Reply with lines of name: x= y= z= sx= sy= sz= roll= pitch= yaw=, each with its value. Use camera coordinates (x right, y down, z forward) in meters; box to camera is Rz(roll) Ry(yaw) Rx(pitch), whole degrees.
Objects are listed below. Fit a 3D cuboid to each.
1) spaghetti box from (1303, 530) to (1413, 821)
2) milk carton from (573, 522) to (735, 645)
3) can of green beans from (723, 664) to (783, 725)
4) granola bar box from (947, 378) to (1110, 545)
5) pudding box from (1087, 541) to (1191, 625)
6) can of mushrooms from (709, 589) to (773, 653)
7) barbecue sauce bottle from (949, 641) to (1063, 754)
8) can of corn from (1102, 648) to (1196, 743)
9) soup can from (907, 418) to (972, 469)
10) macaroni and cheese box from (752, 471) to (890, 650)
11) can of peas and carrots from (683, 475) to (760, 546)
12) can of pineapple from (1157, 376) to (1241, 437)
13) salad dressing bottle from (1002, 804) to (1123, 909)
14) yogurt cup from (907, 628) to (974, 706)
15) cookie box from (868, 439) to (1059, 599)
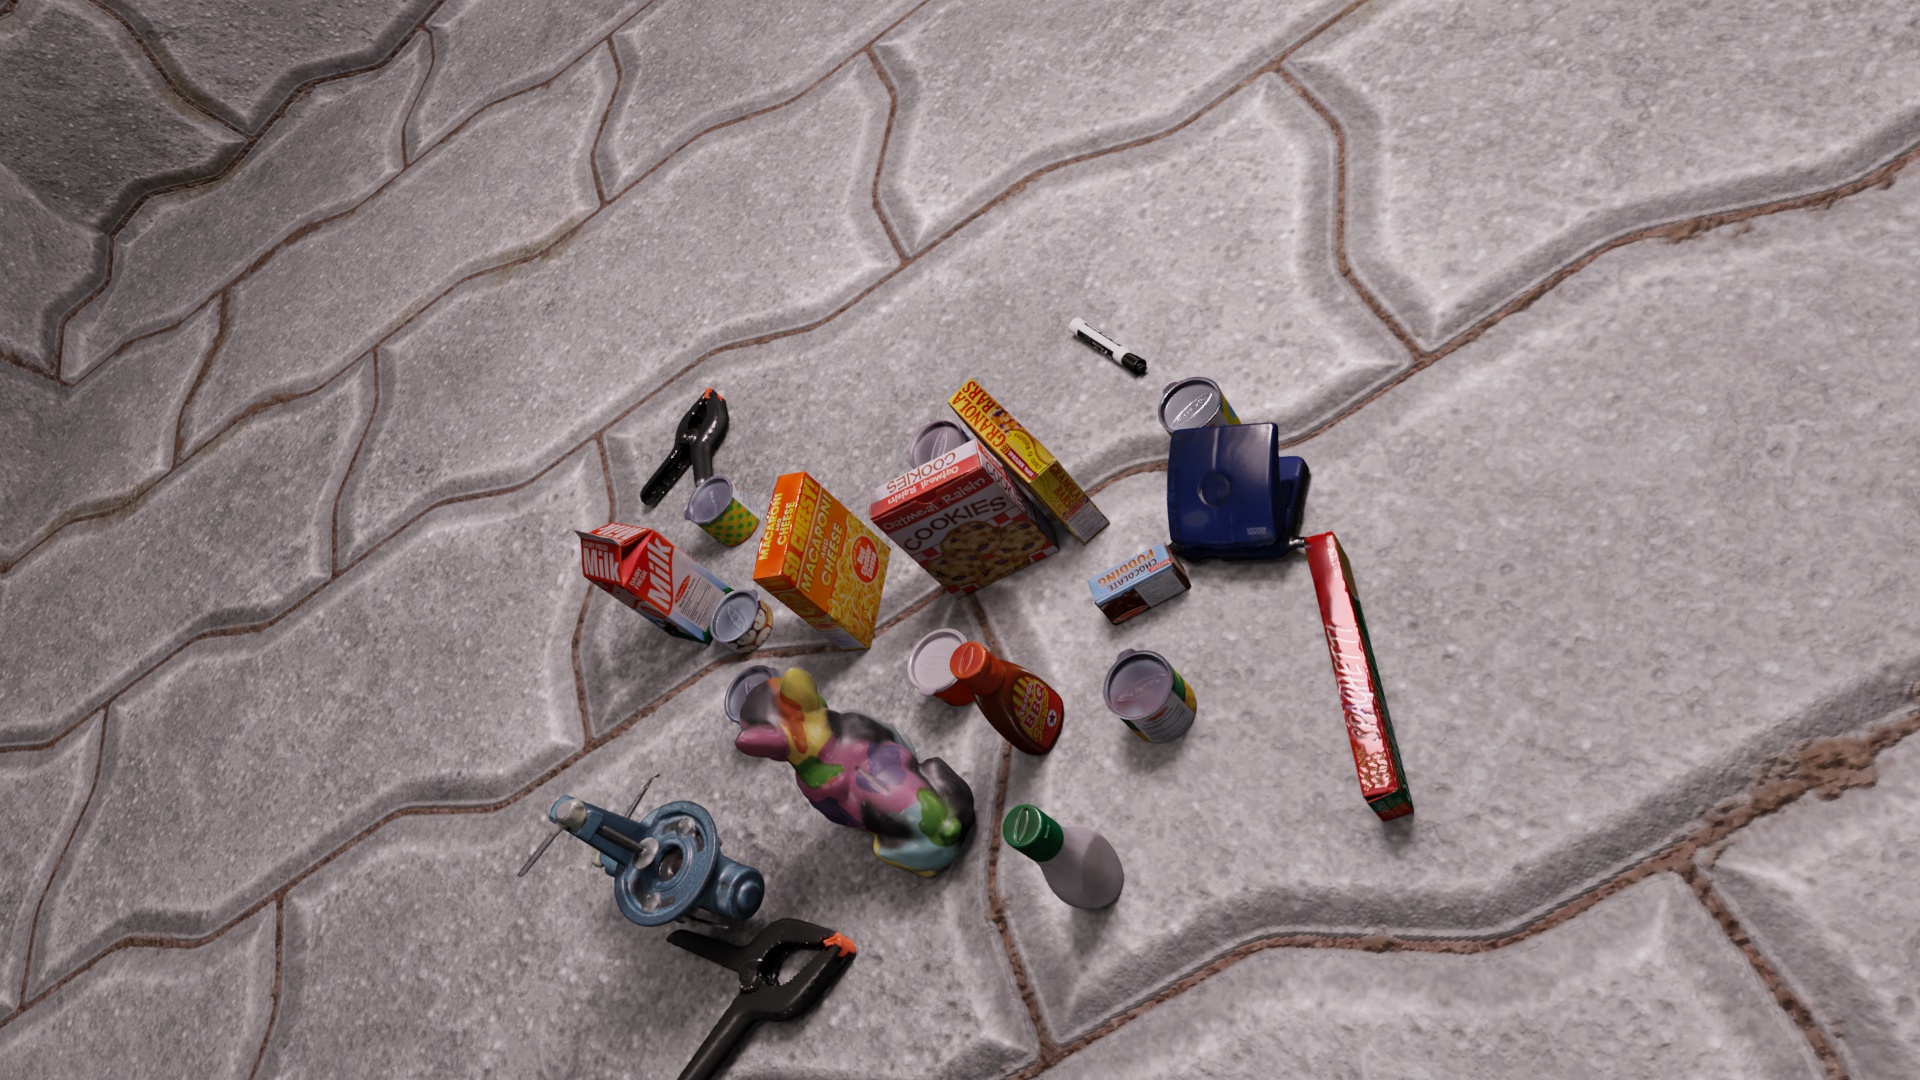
spaghetti box: x=0.327 y=0.107 z=1.148 sx=0.028 sy=0.050 sz=0.251 roll=-20 pitch=51 yaw=22
milk carton: x=-0.346 y=0.039 z=1.550 sx=0.072 sy=0.190 sz=0.073 roll=9 pitch=66 yaw=38
can of green beans: x=-0.204 y=0.172 z=1.455 sx=0.071 sy=0.057 sz=0.071 roll=-17 pitch=52 yaw=24
granola bar box: x=0.067 y=-0.079 z=1.398 sx=0.039 sy=0.124 sz=0.166 roll=-43 pitch=46 yaw=2
pudding box: x=0.167 y=0.041 z=1.301 sx=0.083 sy=0.049 sz=0.030 roll=-29 pitch=49 yaw=15
can of mushrooms: x=-0.243 y=0.089 z=1.555 sx=0.071 sy=0.033 sz=0.071 roll=-17 pitch=52 yaw=24
barbecue sauce bottle: x=0.041 y=0.138 z=1.251 sx=0.043 sy=0.148 sz=0.065 roll=2 pitch=62 yaw=35
can of corn: x=0.167 y=0.137 z=1.229 sx=0.071 sy=0.058 sz=0.071 roll=-17 pitch=52 yaw=24
soup can: x=-0.004 y=-0.079 z=1.474 sx=0.071 sy=0.083 sz=0.072 roll=-17 pitch=52 yaw=24
macaroni and cheese box: x=-0.142 y=0.024 z=1.439 sx=0.040 sy=0.166 sz=0.124 roll=-9 pitch=56 yaw=30
can of peas and carrots: x=-0.282 y=-0.033 z=1.646 sx=0.071 sy=0.058 sz=0.071 roll=-17 pitch=52 yaw=24
can of pineapple: x=0.234 y=-0.119 z=1.359 sx=0.071 sy=0.057 sz=0.071 roll=-17 pitch=52 yaw=24
salad dressing bottle: x=0.085 y=0.258 z=1.141 sx=0.044 sy=0.147 sz=0.064 roll=0 pitch=61 yaw=34
yogurt cup: x=-0.010 y=0.127 z=1.358 sx=0.072 sy=0.054 sz=0.073 roll=-17 pitch=52 yaw=24
cookie box: x=0.005 y=-0.017 z=1.368 sx=0.123 sy=0.167 sz=0.040 roll=-26 pitch=49 yaw=17
